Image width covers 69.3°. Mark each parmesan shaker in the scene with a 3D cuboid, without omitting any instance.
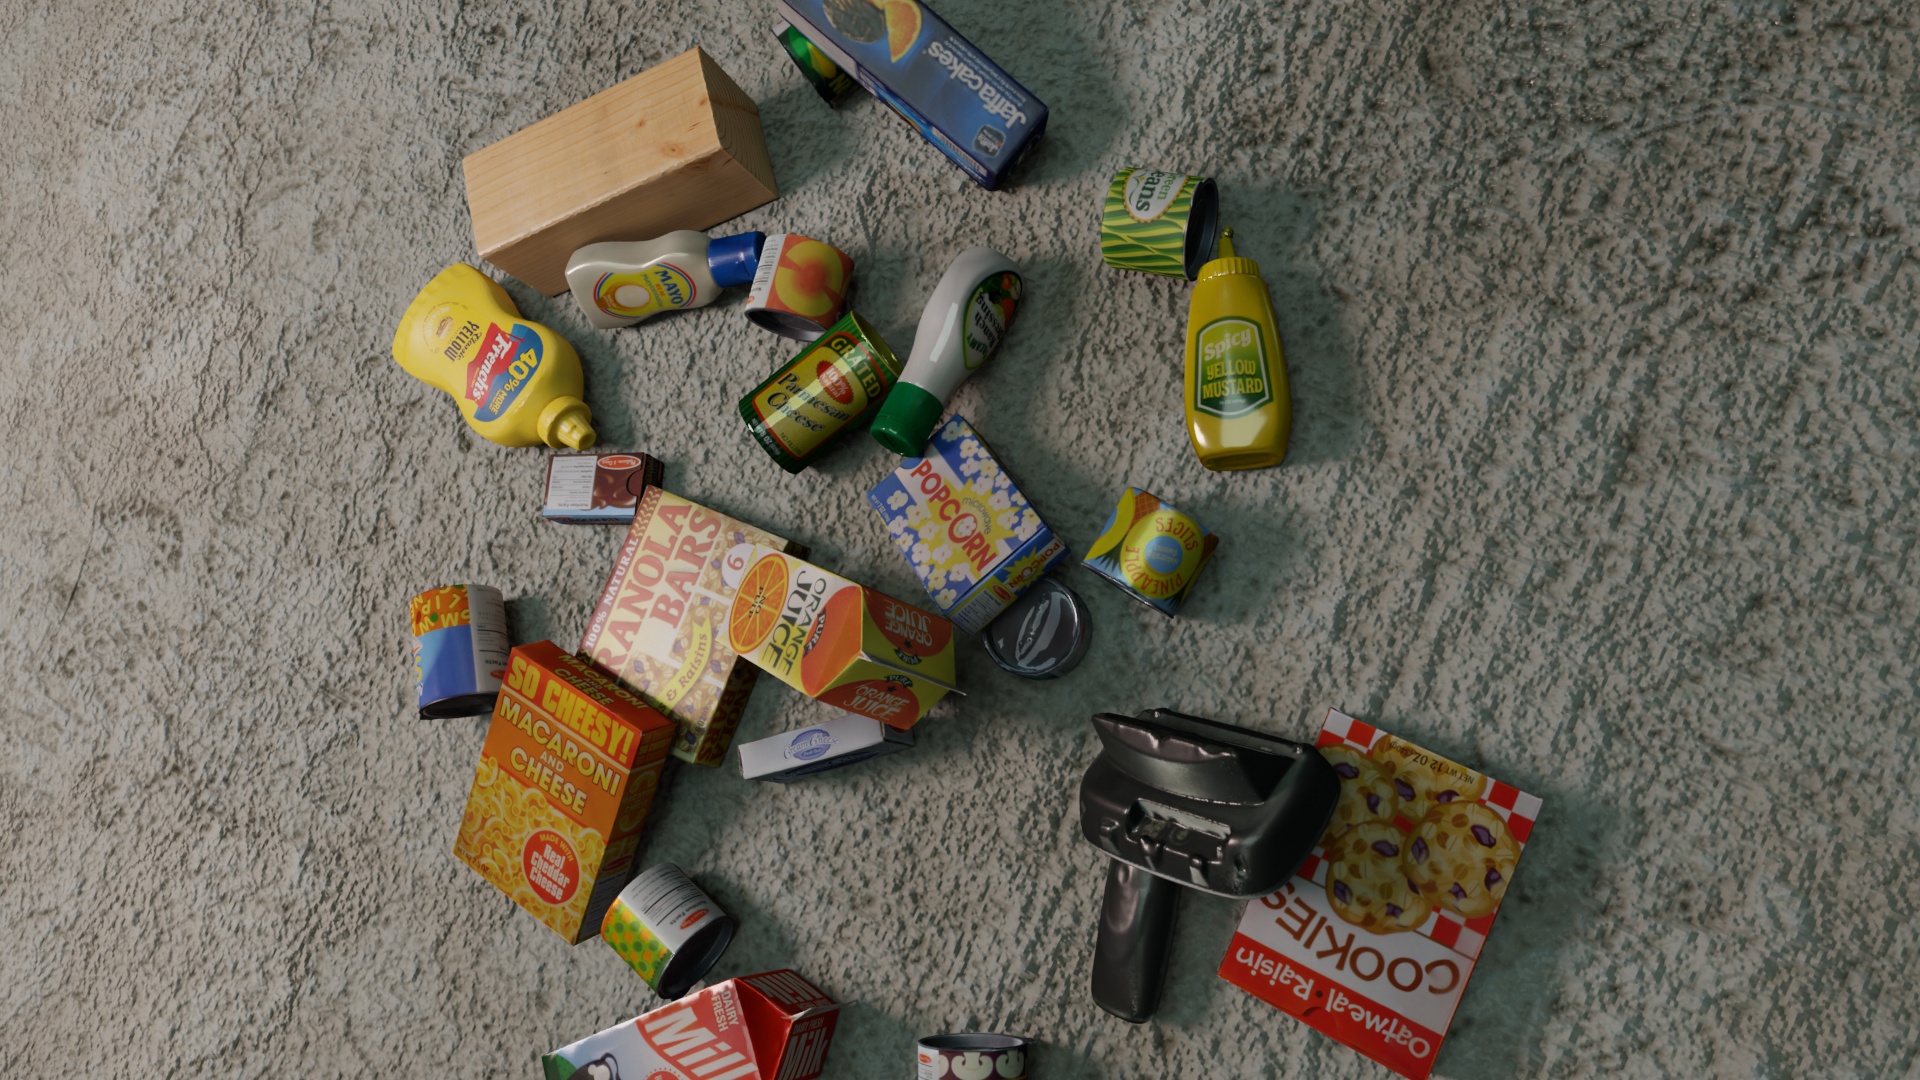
[{"bbox_3d":[-0.092,-0.099,0.955,0.103,0.071,0.071,-37,69,9],"label":"parmesan shaker"}]

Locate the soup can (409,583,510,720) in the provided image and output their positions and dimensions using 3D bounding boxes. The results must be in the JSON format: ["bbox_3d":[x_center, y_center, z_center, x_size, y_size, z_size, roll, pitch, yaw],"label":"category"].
[{"bbox_3d":[-0.365,0.082,1.010,0.071,0.071,0.084,-18,72,15],"label":"soup can"}]

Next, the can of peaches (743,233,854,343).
[{"bbox_3d":[-0.111,-0.177,0.981,0.071,0.071,0.058,11,82,22],"label":"can of peaches"}]

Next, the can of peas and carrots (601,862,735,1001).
[{"bbox_3d":[-0.192,0.256,0.910,0.059,0.071,0.071,36,92,23],"label":"can of peas and carrots"}]

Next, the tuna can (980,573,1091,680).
[{"bbox_3d":[0.047,0.055,0.887,0.071,0.033,0.071,-4,76,19],"label":"tuna can"}]

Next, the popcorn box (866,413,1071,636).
[{"bbox_3d":[0.003,-0.011,0.894,0.085,0.038,0.127,-42,48,7],"label":"popcorn box"}]

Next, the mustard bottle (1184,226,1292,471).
[{"bbox_3d":[0.171,-0.125,0.875,0.065,0.049,0.160,-7,76,17],"label":"mustard bottle"}]

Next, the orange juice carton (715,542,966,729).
[{"bbox_3d":[-0.073,0.061,0.858,0.193,0.072,0.073,17,83,57],"label":"orange juice carton"}]

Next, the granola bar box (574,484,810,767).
[{"bbox_3d":[-0.194,0.058,0.969,0.124,0.039,0.165,20,85,23],"label":"granola bar box"}]

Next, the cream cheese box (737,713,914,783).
[{"bbox_3d":[-0.087,0.134,0.906,0.104,0.053,0.024,-17,71,16],"label":"cream cheese box"}]

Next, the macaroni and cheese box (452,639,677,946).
[{"bbox_3d":[-0.271,0.169,0.946,0.124,0.040,0.166,27,107,23],"label":"macaroni and cheese box"}]

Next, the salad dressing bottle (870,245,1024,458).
[{"bbox_3d":[-0.010,-0.125,0.922,0.044,0.064,0.148,20,72,31],"label":"salad dressing bottle"}]

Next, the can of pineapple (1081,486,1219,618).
[{"bbox_3d":[0.117,0.007,0.853,0.071,0.071,0.058,31,90,23],"label":"can of pineapple"}]

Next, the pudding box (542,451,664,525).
[{"bbox_3d":[-0.263,-0.037,1.021,0.083,0.030,0.050,0,77,20],"label":"pudding box"}]

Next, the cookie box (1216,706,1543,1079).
[{"bbox_3d":[0.235,0.196,0.782,0.123,0.040,0.167,23,87,23],"label":"cookie box"}]

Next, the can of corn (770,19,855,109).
[{"bbox_3d":[-0.094,-0.363,1.018,0.058,0.071,0.071,-37,69,8],"label":"can of corn"}]

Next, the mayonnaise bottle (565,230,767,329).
[{"bbox_3d":[-0.212,-0.197,1.023,0.148,0.064,0.041,-8,45,16],"label":"mayonnaise bottle"}]

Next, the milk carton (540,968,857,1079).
[{"bbox_3d":[-0.161,0.326,0.878,0.190,0.072,0.073,-25,70,13],"label":"milk carton"}]

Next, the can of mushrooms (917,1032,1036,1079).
[{"bbox_3d":[0.010,0.313,0.824,0.071,0.071,0.033,-4,77,19],"label":"can of mushrooms"}]

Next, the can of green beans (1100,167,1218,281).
[{"bbox_3d":[0.129,-0.205,0.899,0.058,0.071,0.071,15,83,23],"label":"can of green beans"}]
